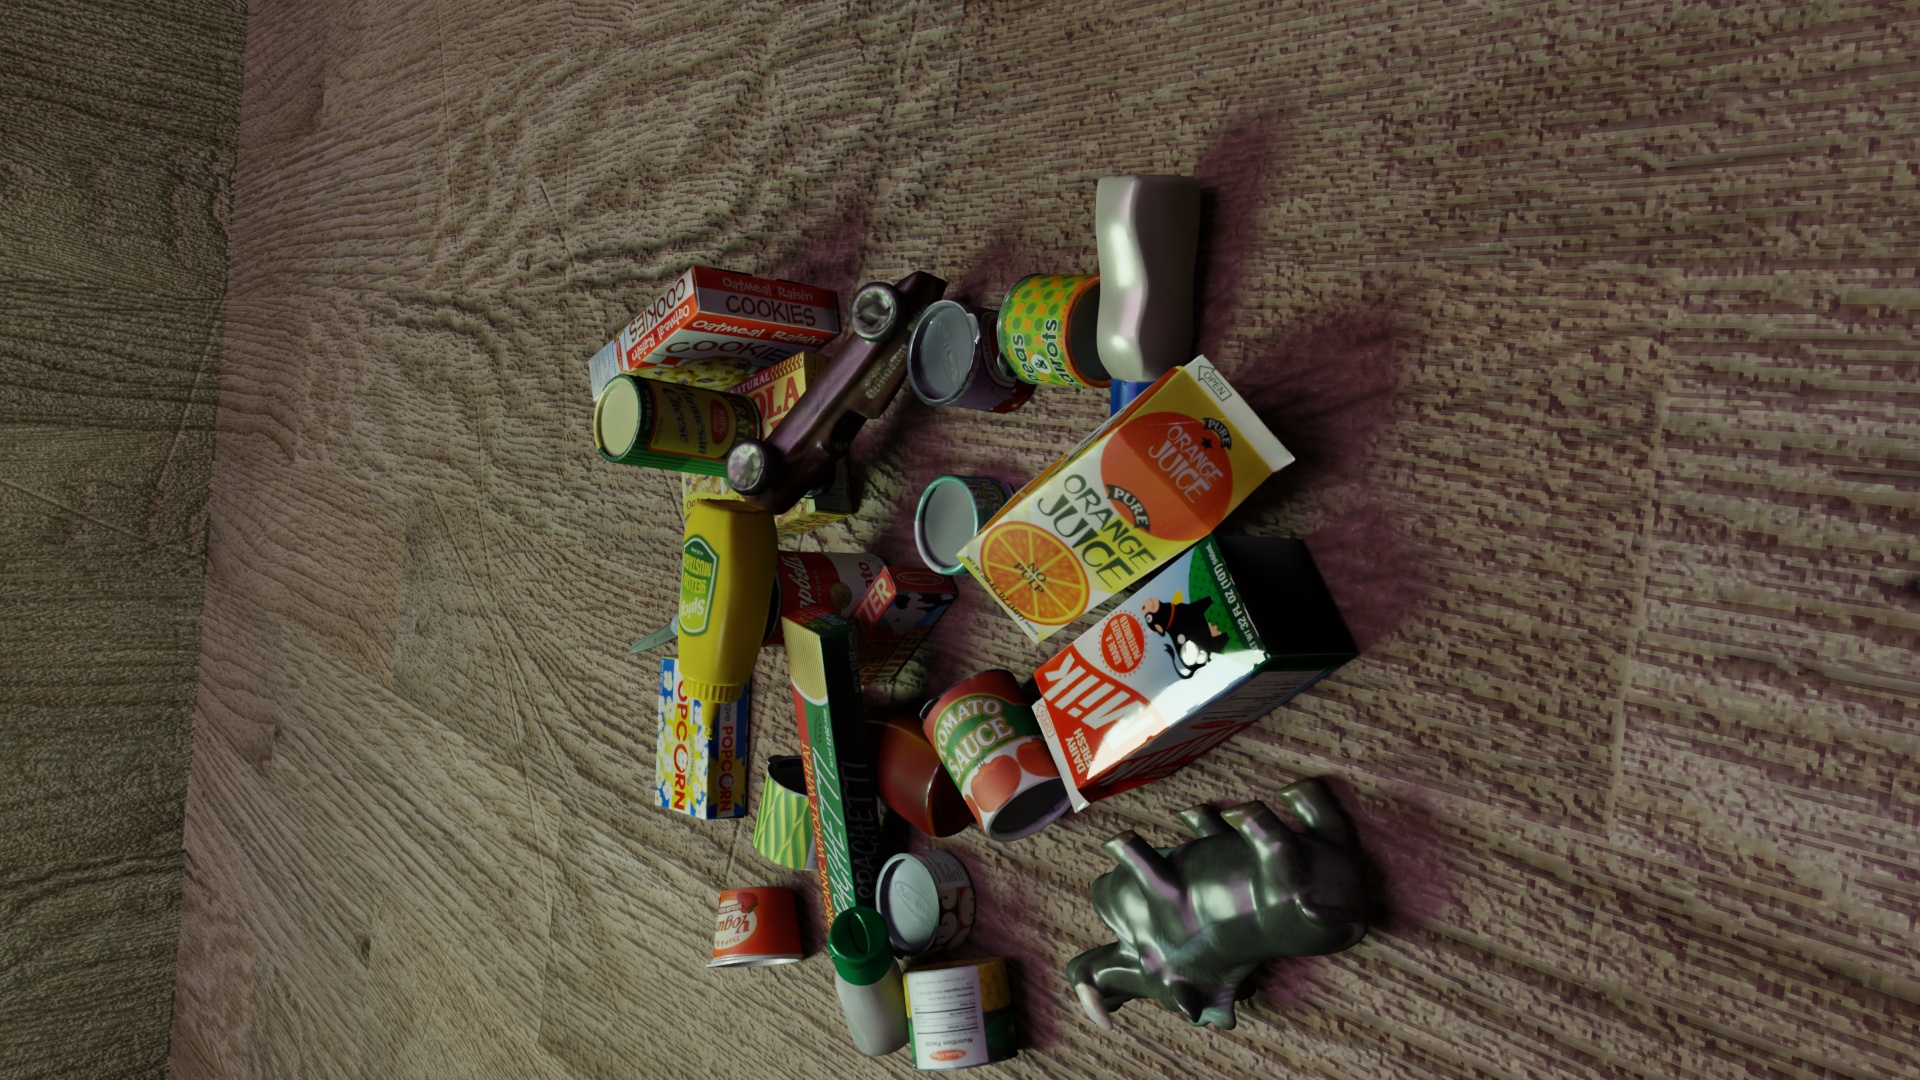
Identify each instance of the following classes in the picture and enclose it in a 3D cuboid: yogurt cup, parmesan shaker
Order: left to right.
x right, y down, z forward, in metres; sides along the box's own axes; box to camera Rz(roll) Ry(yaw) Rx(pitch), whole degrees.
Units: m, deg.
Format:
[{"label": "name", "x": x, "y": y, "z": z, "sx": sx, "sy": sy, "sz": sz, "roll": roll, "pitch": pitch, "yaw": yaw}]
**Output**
[{"label": "parmesan shaker", "x": -0.210, "y": -0.081, "z": 1.029, "sx": 0.071, "sy": 0.103, "sz": 0.071, "roll": -6, "pitch": 81, "yaw": 45}, {"label": "yogurt cup", "x": -0.152, "y": 0.290, "z": 1.041, "sx": 0.072, "sy": 0.072, "sz": 0.054, "roll": -26, "pitch": 60, "yaw": 45}]

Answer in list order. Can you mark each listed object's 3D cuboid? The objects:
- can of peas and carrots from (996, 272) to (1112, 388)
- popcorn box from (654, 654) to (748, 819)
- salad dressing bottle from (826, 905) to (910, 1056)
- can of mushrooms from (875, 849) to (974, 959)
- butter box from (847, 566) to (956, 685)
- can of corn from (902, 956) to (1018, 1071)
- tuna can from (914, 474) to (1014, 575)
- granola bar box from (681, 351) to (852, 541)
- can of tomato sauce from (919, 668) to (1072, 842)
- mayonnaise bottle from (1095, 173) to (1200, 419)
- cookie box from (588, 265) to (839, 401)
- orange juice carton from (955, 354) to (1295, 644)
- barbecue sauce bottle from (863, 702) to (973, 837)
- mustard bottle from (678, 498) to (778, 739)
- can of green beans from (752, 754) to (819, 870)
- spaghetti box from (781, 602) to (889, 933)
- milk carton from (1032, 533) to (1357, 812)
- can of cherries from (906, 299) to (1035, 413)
[{"label": "can of peas and carrots", "x": 0.063, "y": -0.121, "z": 0.811, "sx": 0.059, "sy": 0.071, "sz": 0.071, "roll": 12, "pitch": 97, "yaw": 48}, {"label": "popcorn box", "x": -0.211, "y": 0.159, "z": 1.135, "sx": 0.085, "sy": 0.038, "sz": 0.126, "roll": 0, "pitch": 88, "yaw": 49}, {"label": "salad dressing bottle", "x": -0.058, "y": 0.282, "z": 0.889, "sx": 0.146, "sy": 0.044, "sz": 0.064, "roll": 85, "pitch": 164, "yaw": -51}, {"label": "can of mushrooms", "x": -0.024, "y": 0.241, "z": 0.917, "sx": 0.071, "sy": 0.033, "sz": 0.071, "roll": -4, "pitch": 85, "yaw": 48}, {"label": "butter box", "x": -0.051, "y": 0.060, "z": 0.945, "sx": 0.103, "sy": 0.053, "sz": 0.024, "roll": -53, "pitch": 49, "yaw": 33}, {"label": "can of corn", "x": 0.000, "y": 0.293, "z": 0.864, "sx": 0.071, "sy": 0.071, "sz": 0.058, "roll": -21, "pitch": 71, "yaw": 47}, {"label": "tuna can", "x": 0.003, "y": -0.011, "z": 0.902, "sx": 0.071, "sy": 0.033, "sz": 0.071, "roll": -3, "pitch": 86, "yaw": 49}, {"label": "granola bar box", "x": -0.154, "y": -0.061, "z": 1.073, "sx": 0.165, "sy": 0.039, "sz": 0.124, "roll": -17, "pitch": 73, "yaw": 43}, {"label": "can of tomato sauce", "x": 0.024, "y": 0.130, "z": 0.841, "sx": 0.071, "sy": 0.071, "sz": 0.083, "roll": -57, "pitch": 49, "yaw": 30}, {"label": "mayonnaise bottle", "x": 0.103, "y": -0.127, "z": 0.772, "sx": 0.041, "sy": 0.065, "sz": 0.147, "roll": 13, "pitch": 107, "yaw": 45}, {"label": "cookie box", "x": -0.191, "y": -0.150, "z": 1.066, "sx": 0.167, "sy": 0.123, "sz": 0.040, "roll": -26, "pitch": 70, "yaw": 46}, {"label": "orange juice carton", "x": 0.089, "y": -0.024, "z": 0.742, "sx": 0.072, "sy": 0.073, "sz": 0.191, "roll": 48, "pitch": 137, "yaw": -3}, {"label": "barbecue sauce bottle", "x": -0.048, "y": 0.143, "z": 0.943, "sx": 0.149, "sy": 0.044, "sz": 0.064, "roll": 24, "pitch": 112, "yaw": 48}, {"label": "mustard bottle", "x": -0.157, "y": 0.054, "z": 0.912, "sx": 0.065, "sy": 0.049, "sz": 0.160, "roll": 14, "pitch": 98, "yaw": 50}, {"label": "can of green beans", "x": -0.112, "y": 0.195, "z": 0.996, "sx": 0.071, "sy": 0.071, "sz": 0.057, "roll": 29, "pitch": 110, "yaw": 46}, {"label": "spaghetti box", "x": -0.080, "y": 0.166, "z": 0.931, "sx": 0.050, "sy": 0.029, "sz": 0.249, "roll": 20, "pitch": 121, "yaw": 51}, {"label": "milk carton", "x": 0.108, "y": 0.076, "z": 0.744, "sx": 0.189, "sy": 0.073, "sz": 0.072, "roll": -44, "pitch": 56, "yaw": 39}, {"label": "can of cherries", "x": 0.010, "y": -0.116, "z": 0.881, "sx": 0.071, "sy": 0.058, "sz": 0.071, "roll": -6, "pitch": 83, "yaw": 49}]
